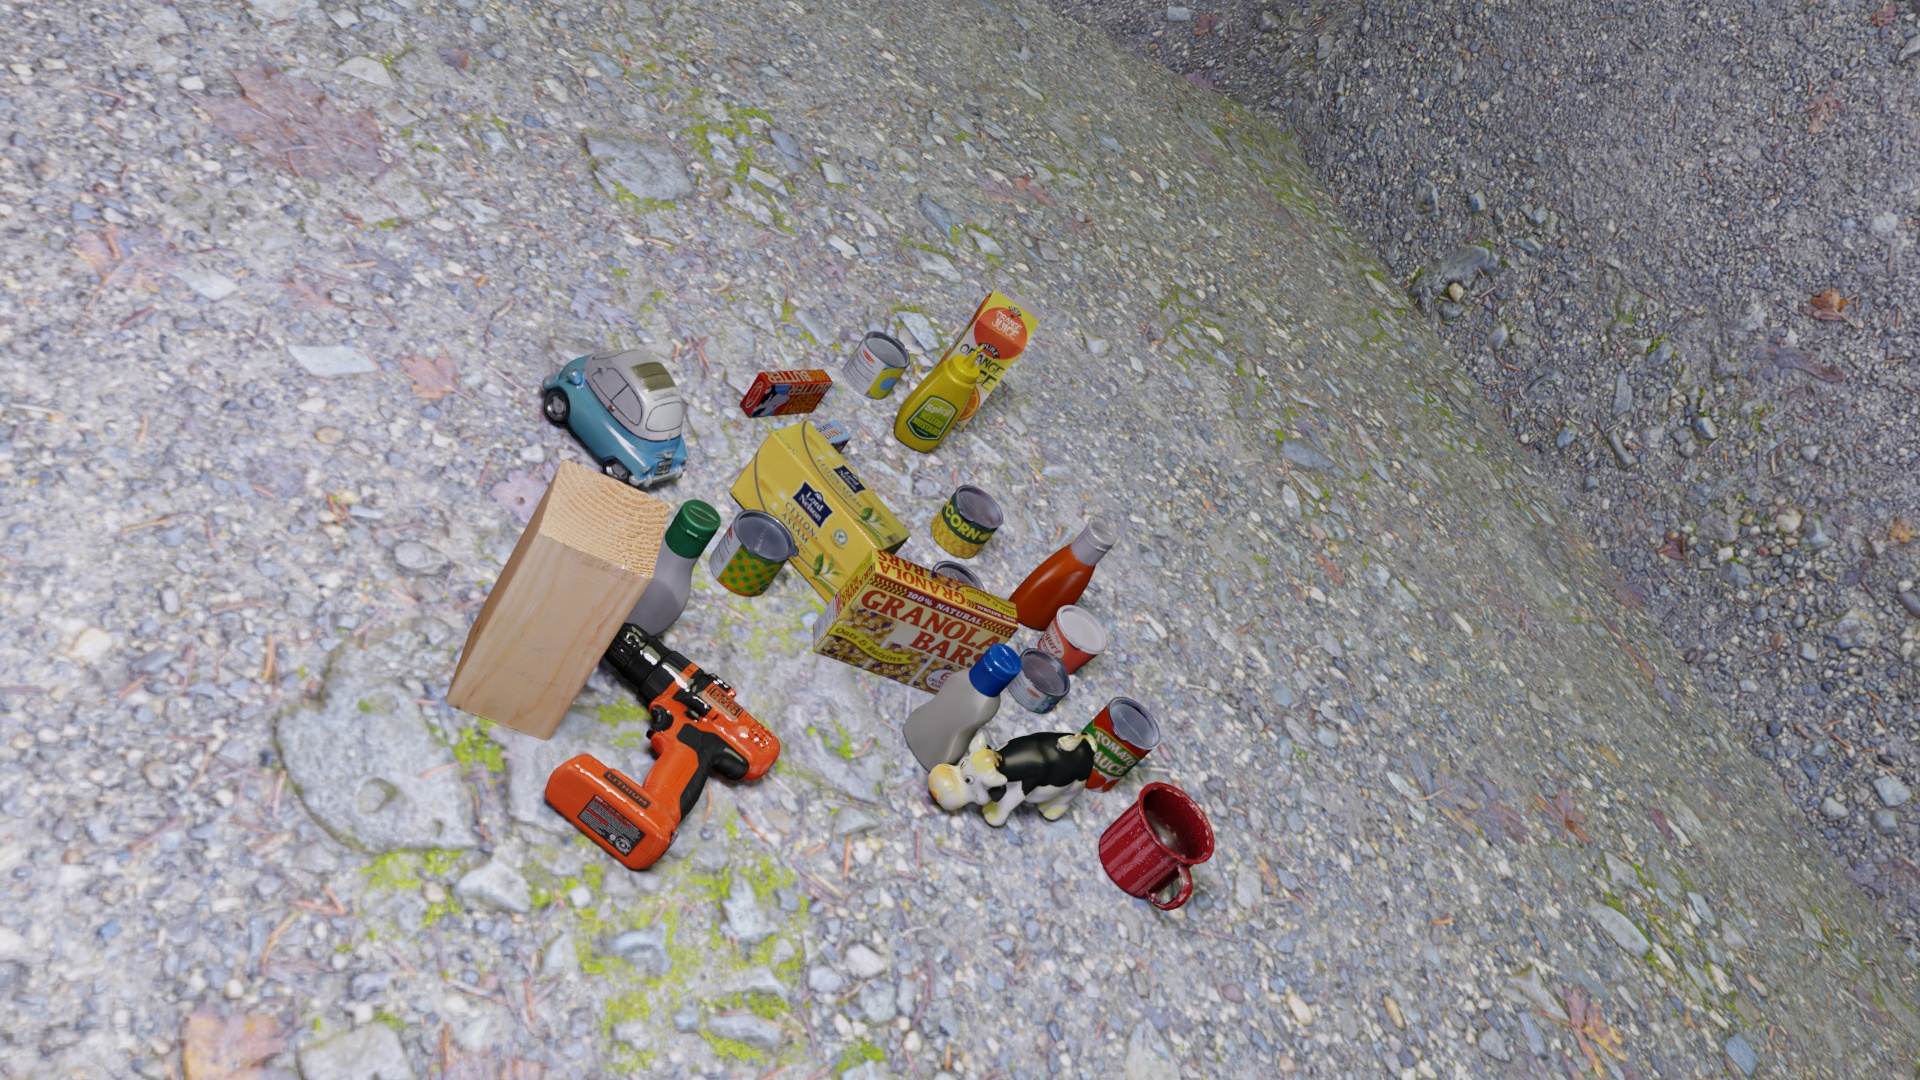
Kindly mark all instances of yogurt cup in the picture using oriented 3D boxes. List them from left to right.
[{"bbox_3d":[0.124,0.115,1.565,0.072,0.053,0.073,26,35,-20],"label":"yogurt cup"}]

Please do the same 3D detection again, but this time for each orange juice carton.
[{"bbox_3d":[0.028,-0.238,1.768,0.072,0.191,0.073,33,33,-10],"label":"orange juice carton"}]

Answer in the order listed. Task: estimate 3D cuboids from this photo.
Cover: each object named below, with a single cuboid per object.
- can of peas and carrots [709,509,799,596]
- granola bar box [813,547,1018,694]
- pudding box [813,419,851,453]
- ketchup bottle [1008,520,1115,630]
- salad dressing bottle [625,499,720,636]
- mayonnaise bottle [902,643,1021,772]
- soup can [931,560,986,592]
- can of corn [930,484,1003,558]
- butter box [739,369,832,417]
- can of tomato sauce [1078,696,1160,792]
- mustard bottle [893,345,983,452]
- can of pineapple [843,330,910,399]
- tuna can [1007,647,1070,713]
[{"bbox_3d":[-0.203,0.014,1.366,0.071,0.058,0.071,26,35,-20],"label":"can of peas and carrots"},{"bbox_3d":[-0.045,0.086,1.373,0.165,0.123,0.039,22,37,-24],"label":"granola bar box"},{"bbox_3d":[-0.166,-0.103,1.550,0.030,0.049,0.084,48,34,14],"label":"pudding box"},{"bbox_3d":[0.118,0.039,1.563,0.065,0.148,0.044,20,38,-27],"label":"ketchup bottle"},{"bbox_3d":[-0.257,0.026,1.219,0.064,0.147,0.044,30,34,-14],"label":"salad dressing bottle"},{"bbox_3d":[0.004,0.156,1.315,0.041,0.147,0.065,-6,54,-48],"label":"mayonnaise bottle"},{"bbox_3d":[-0.024,0.071,1.447,0.071,0.083,0.072,26,35,-20],"label":"soup can"},{"bbox_3d":[0.006,-0.020,1.608,0.071,0.058,0.071,26,35,-20],"label":"can of corn"},{"bbox_3d":[-0.199,-0.169,1.593,0.104,0.053,0.024,-11,58,-50],"label":"butter box"},{"bbox_3d":[0.157,0.215,1.452,0.071,0.082,0.071,26,35,-20],"label":"can of tomato sauce"},{"bbox_3d":[-0.020,-0.177,1.678,0.065,0.159,0.049,27,35,-19],"label":"mustard bottle"},{"bbox_3d":[-0.104,-0.219,1.740,0.071,0.057,0.071,26,35,-20],"label":"can of pineapple"},{"bbox_3d":[0.085,0.151,1.503,0.071,0.032,0.071,26,35,-20],"label":"tuna can"}]
